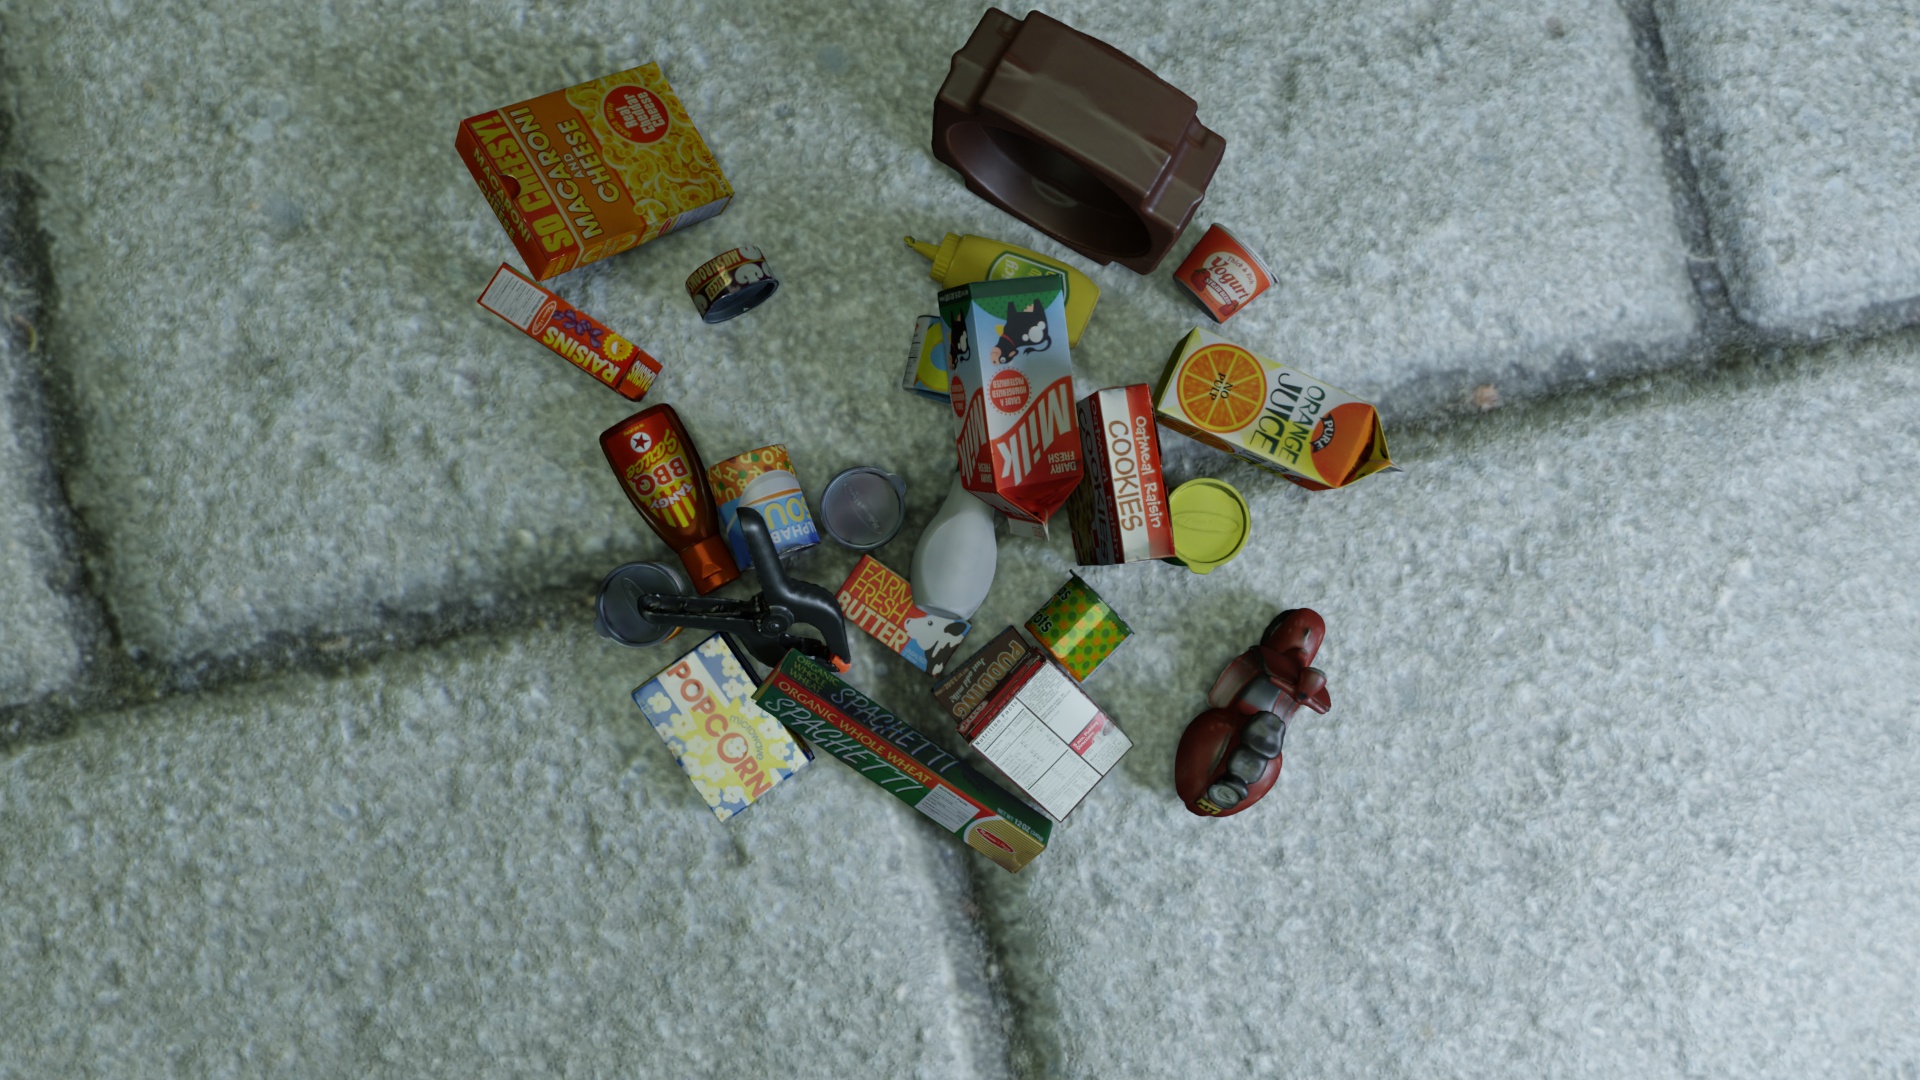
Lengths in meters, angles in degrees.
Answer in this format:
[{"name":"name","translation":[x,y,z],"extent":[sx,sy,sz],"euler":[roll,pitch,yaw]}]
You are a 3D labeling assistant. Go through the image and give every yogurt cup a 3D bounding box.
[{"name":"yogurt cup","translation":[0.204,-0.208,1.090],"extent":[0.072,0.072,0.054],"euler":[45,97,0]}]

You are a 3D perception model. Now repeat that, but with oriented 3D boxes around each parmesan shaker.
[{"name":"parmesan shaker","translation":[0.178,-0.009,1.064],"extent":[0.071,0.103,0.071],"euler":[0,89,-1]}]

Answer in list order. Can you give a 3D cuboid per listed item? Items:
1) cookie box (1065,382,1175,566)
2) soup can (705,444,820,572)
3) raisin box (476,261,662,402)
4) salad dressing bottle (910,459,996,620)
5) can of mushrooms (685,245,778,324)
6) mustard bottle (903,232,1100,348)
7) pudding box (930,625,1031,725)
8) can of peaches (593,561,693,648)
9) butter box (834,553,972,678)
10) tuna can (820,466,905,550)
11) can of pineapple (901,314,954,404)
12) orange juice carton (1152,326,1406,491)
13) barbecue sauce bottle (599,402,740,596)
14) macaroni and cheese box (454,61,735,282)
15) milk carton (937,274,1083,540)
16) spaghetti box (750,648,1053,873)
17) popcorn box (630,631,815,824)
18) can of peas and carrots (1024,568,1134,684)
[{"name":"cookie box","translation":[0.112,-0.044,1.030],"extent":[0.040,0.167,0.123],"euler":[-9,89,-7]},{"name":"soup can","translation":[-0.152,-0.026,1.073],"extent":[0.071,0.071,0.083],"euler":[-20,89,-1]},{"name":"raisin box","translation":[-0.297,-0.157,1.066],"extent":[0.123,0.086,0.040],"euler":[32,87,0]},{"name":"salad dressing bottle","translation":[0.004,-0.014,1.078],"extent":[0.064,0.044,0.148],"euler":[19,76,-13]},{"name":"can of mushrooms","translation":[-0.178,-0.198,1.077],"extent":[0.071,0.071,0.033],"euler":[-28,88,-2]},{"name":"mustard bottle","translation":[0.028,-0.205,1.092],"extent":[0.160,0.049,0.065],"euler":[22,87,-1]},{"name":"pudding box","translation":[0.024,0.111,1.094],"extent":[0.084,0.030,0.049],"euler":[-39,91,-2]},{"name":"can of peaches","translation":[-0.245,0.050,1.076],"extent":[0.071,0.058,0.071],"euler":[0,90,-1]},{"name":"butter box","translation":[-0.047,0.059,1.097],"extent":[0.103,0.024,0.053],"euler":[34,88,-1]},{"name":"tuna can","translation":[-0.074,-0.026,1.094],"extent":[0.071,0.033,0.071],"euler":[0,89,-1]},{"name":"can of pineapple","translation":[-0.006,-0.138,1.081],"extent":[0.071,0.071,0.058],"euler":[13,89,-1]},{"name":"orange juice carton","translation":[0.249,-0.092,1.083],"extent":[0.193,0.072,0.073],"euler":[24,89,0]},{"name":"barbecue sauce bottle","translation":[-0.221,-0.029,1.085],"extent":[0.065,0.043,0.148],"euler":[-28,90,-3]},{"name":"macaroni and cheese box","translation":[-0.275,-0.283,1.054],"extent":[0.167,0.040,0.123],"euler":[-31,89,-33]},{"name":"milk carton","translation":[0.039,-0.096,1.027],"extent":[0.073,0.072,0.190],"euler":[-10,97,-20]},{"name":"spaghetti box","translation":[-0.043,0.170,1.065],"extent":[0.250,0.029,0.050],"euler":[35,130,-7]},{"name":"popcorn box","translation":[-0.185,0.145,1.084],"extent":[0.085,0.038,0.126],"euler":[-35,90,-2]},{"name":"can of peas and carrots","translation":[0.090,0.067,1.078],"extent":[0.059,0.071,0.071],"euler":[-45,90,-1]}]
